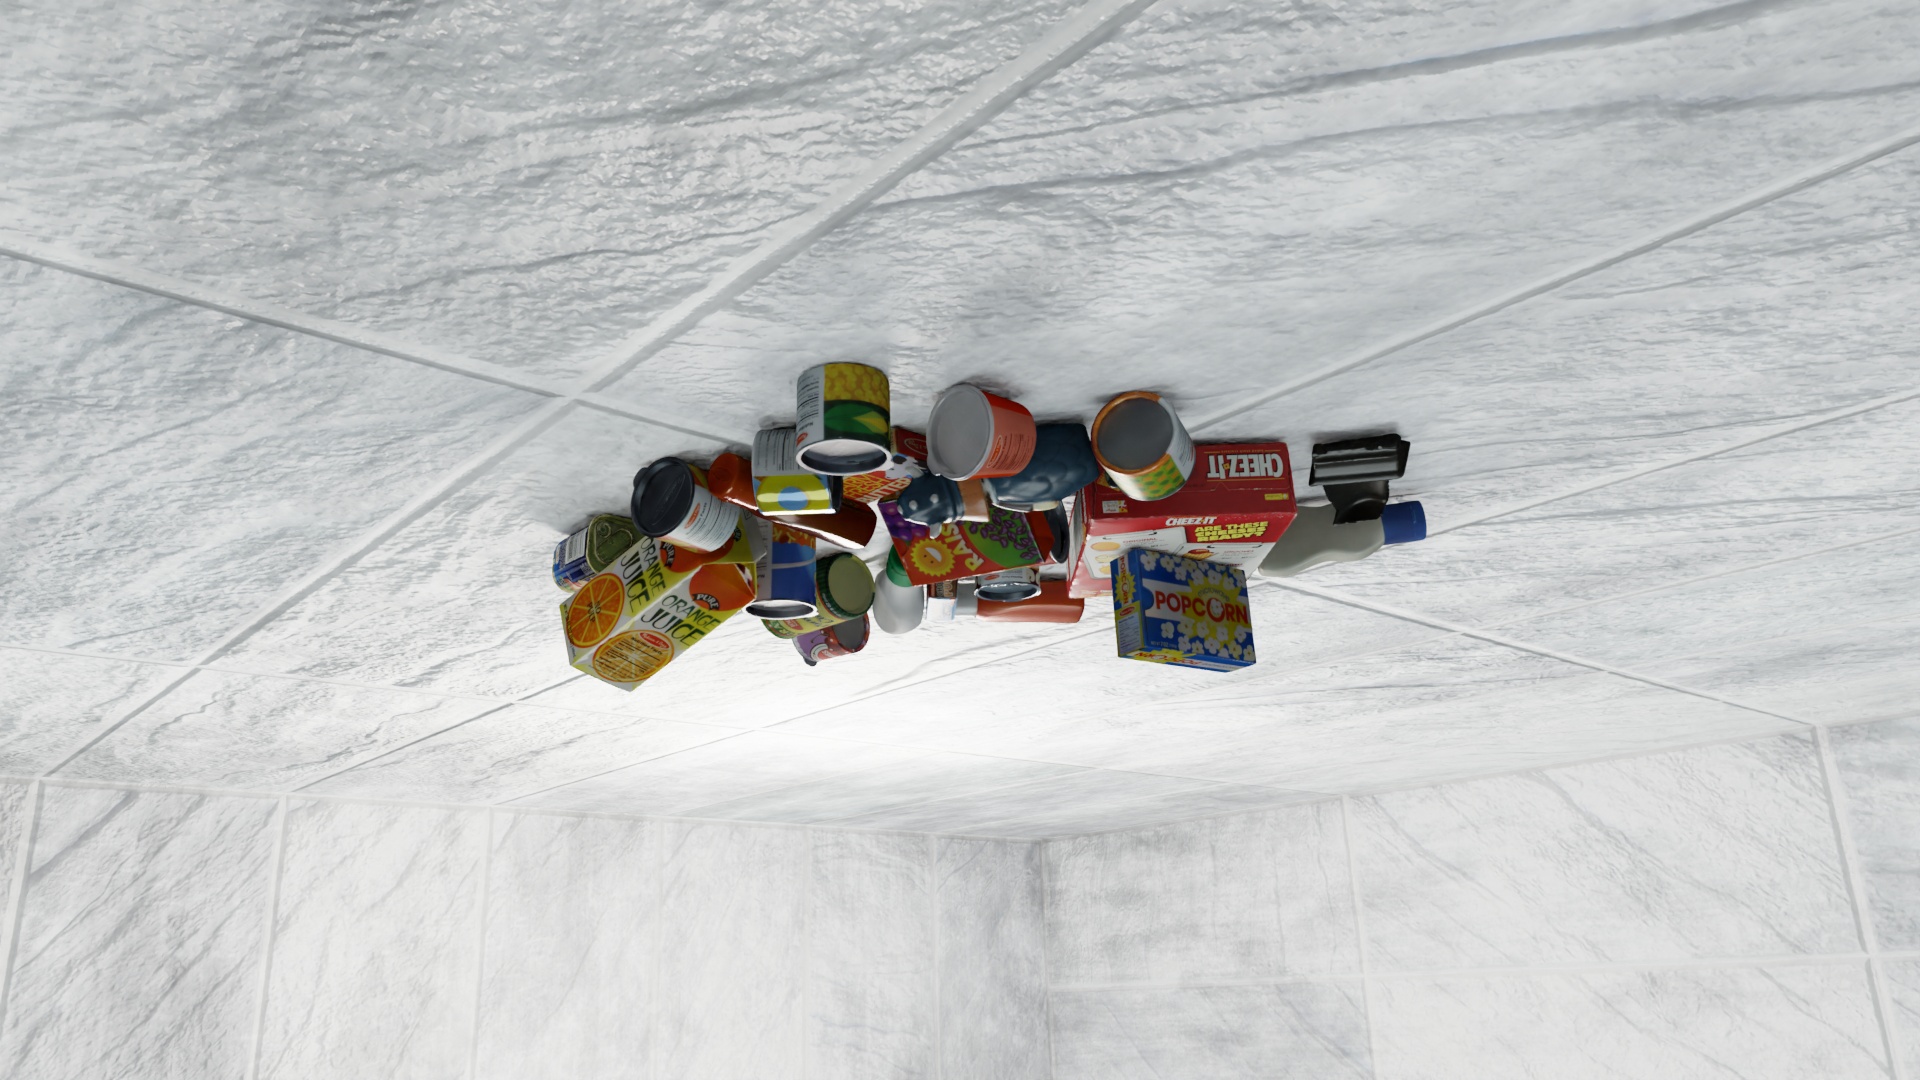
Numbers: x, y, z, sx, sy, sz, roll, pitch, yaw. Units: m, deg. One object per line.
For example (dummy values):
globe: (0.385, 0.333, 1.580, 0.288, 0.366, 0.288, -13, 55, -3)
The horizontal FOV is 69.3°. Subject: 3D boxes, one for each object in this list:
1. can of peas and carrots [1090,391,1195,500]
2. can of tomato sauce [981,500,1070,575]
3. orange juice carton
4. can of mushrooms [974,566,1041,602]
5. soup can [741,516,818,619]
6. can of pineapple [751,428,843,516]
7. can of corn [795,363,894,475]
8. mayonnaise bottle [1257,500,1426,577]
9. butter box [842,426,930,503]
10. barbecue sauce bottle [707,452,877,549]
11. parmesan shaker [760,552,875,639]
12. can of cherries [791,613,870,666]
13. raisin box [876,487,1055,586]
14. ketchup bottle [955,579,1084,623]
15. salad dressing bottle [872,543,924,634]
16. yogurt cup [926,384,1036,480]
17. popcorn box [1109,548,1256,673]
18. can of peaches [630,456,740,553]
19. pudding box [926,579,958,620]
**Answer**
can of peas and carrots: (0.132, -0.068, 1.019, 0.071, 0.071, 0.058, -9, 160, 19)
can of tomato sauce: (0.043, -0.008, 1.196, 0.083, 0.071, 0.071, -10, 160, 23)
orange juice carton: (-0.243, 0.040, 1.181, 0.192, 0.072, 0.073, -37, 139, 14)
can of mushrooms: (0.047, 0.037, 1.385, 0.071, 0.033, 0.071, -2, 161, -1)
soup can: (-0.159, 0.023, 1.237, 0.071, 0.084, 0.071, -2, 162, 0)
can of pineapple: (-0.122, -0.051, 1.044, 0.058, 0.071, 0.071, -2, 162, 4)
can of corn: (-0.079, -0.083, 0.964, 0.071, 0.058, 0.071, -2, 161, -1)
mayonnaise bottle: (0.337, -0.007, 1.241, 0.148, 0.065, 0.041, -8, 164, 7)
butter box: (-0.062, -0.058, 1.097, 0.053, 0.024, 0.103, 14, 155, -39)
barbecue sauce bottle: (-0.138, -0.032, 1.126, 0.065, 0.043, 0.148, 23, -179, 43)
parmesan shaker: (-0.144, 0.052, 1.363, 0.103, 0.071, 0.071, -19, 155, 40)
can of cherries: (-0.138, 0.095, 1.480, 0.058, 0.071, 0.071, -16, 157, 34)
raisin box: (0.004, -0.014, 1.141, 0.123, 0.040, 0.085, -11, 117, 26)
ketchup bottle: (0.052, 0.063, 1.449, 0.149, 0.043, 0.064, 1, 161, -8)
salad dressing bottle: (-0.058, 0.044, 1.359, 0.044, 0.064, 0.147, -21, 159, -17)
yogurt cup: (0.017, -0.075, 0.995, 0.054, 0.072, 0.072, 4, 162, -42)
popcorn box: (0.186, 0.060, 1.156, 0.127, 0.085, 0.038, 11, 156, -33)
can of peaches: (-0.220, -0.029, 1.109, 0.071, 0.071, 0.058, -13, 159, 29)
pudding box: (-0.019, 0.046, 1.379, 0.030, 0.050, 0.083, 1, 162, -3)
